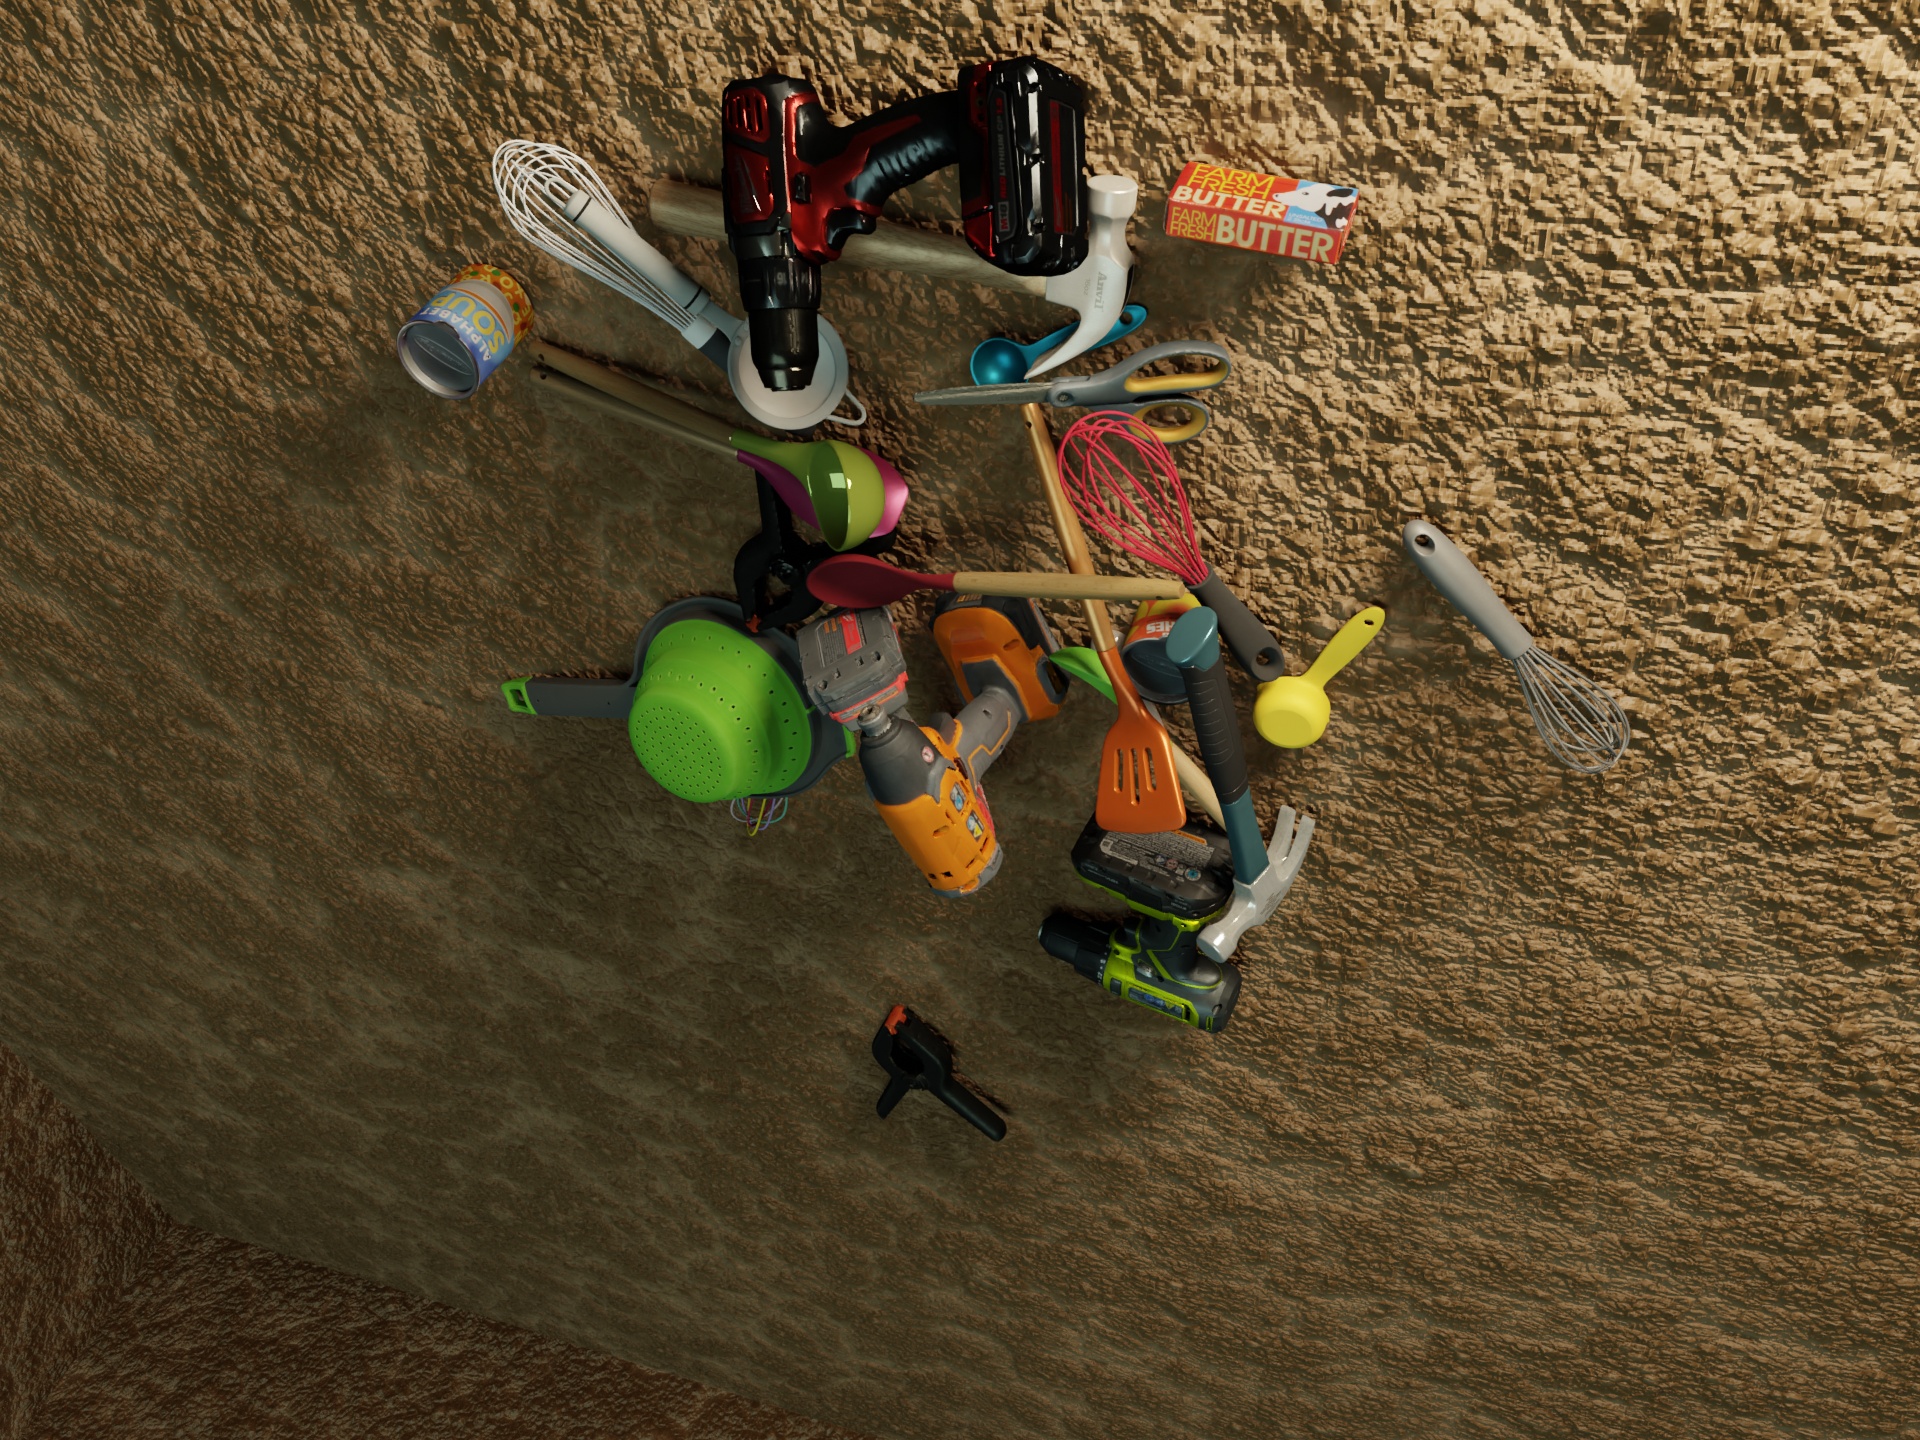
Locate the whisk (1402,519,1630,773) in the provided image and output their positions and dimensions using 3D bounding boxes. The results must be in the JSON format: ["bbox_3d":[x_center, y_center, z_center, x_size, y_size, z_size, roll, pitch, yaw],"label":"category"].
[{"bbox_3d":[0.378,-0.049,1.087,0.238,0.055,0.055,45,136,-15],"label":"whisk"}]

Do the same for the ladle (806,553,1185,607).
[{"bbox_3d":[0.019,-0.099,1.147,0.315,0.031,0.069,5,159,35],"label":"ladle"}]

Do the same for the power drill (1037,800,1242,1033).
[{"bbox_3d":[0.156,0.174,1.409,0.191,0.080,0.228,20,144,20],"label":"power drill"}]

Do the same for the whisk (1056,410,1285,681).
[{"bbox_3d":[0.154,-0.111,1.096,0.073,0.073,0.295,-11,142,35],"label":"whisk"}]

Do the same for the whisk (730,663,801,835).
[{"bbox_3d":[-0.166,0.026,1.443,0.051,0.047,0.244,26,137,1],"label":"whisk"}]

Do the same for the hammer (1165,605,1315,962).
[{"bbox_3d":[0.202,0.045,1.196,0.033,0.128,0.330,30,154,39],"label":"hammer"}]

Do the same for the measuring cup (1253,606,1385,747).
[{"bbox_3d":[0.266,-0.030,1.172,0.062,0.029,0.156,27,142,-3],"label":"measuring cup"}]

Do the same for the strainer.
[{"bbox_3d":[-0.172,-0.281,1.082,0.258,0.087,0.050,36,171,-25],"label":"strainer"}]

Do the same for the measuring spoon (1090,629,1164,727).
[{"bbox_3d":[0.135,-0.021,1.257,0.034,0.018,0.124,-7,131,31],"label":"measuring spoon"}]

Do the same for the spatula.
[{"bbox_3d":[0.093,-0.070,1.136,0.081,0.041,0.322,-4,113,42],"label":"spatula"}]

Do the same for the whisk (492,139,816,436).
[{"bbox_3d":[-0.207,-0.296,1.111,0.284,0.070,0.070,40,138,-25],"label":"whisk"}]

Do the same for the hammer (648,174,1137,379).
[{"bbox_3d":[-0.050,-0.305,1.028,0.331,0.031,0.130,14,129,16],"label":"hammer"}]

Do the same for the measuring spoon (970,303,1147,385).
[{"bbox_3d":[0.066,-0.250,1.053,0.128,0.021,0.042,-16,112,27],"label":"measuring spoon"}]

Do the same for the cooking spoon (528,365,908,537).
[{"bbox_3d":[-0.187,-0.210,1.194,0.319,0.069,0.017,22,178,13],"label":"cooking spoon"}]

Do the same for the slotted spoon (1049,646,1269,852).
[{"bbox_3d":[0.176,0.036,1.274,0.313,0.031,0.070,44,170,-31],"label":"slotted spoon"}]

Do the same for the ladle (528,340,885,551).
[{"bbox_3d":[-0.193,-0.212,1.159,0.320,0.062,0.078,25,133,16],"label":"ladle"}]

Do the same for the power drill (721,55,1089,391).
[{"bbox_3d":[-0.042,-0.297,0.956,0.227,0.080,0.188,3,103,26],"label":"power drill"}]

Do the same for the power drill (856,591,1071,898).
[{"bbox_3d":[-0.002,-0.004,1.183,0.084,0.227,0.164,-7,130,32],"label":"power drill"}]

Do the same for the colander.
[{"bbox_3d":[-0.285,0.000,1.410,0.397,0.094,0.204,2,122,32],"label":"colander"}]

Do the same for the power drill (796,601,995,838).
[{"bbox_3d":[-0.045,0.010,1.299,0.078,0.143,0.219,-28,121,7],"label":"power drill"}]
